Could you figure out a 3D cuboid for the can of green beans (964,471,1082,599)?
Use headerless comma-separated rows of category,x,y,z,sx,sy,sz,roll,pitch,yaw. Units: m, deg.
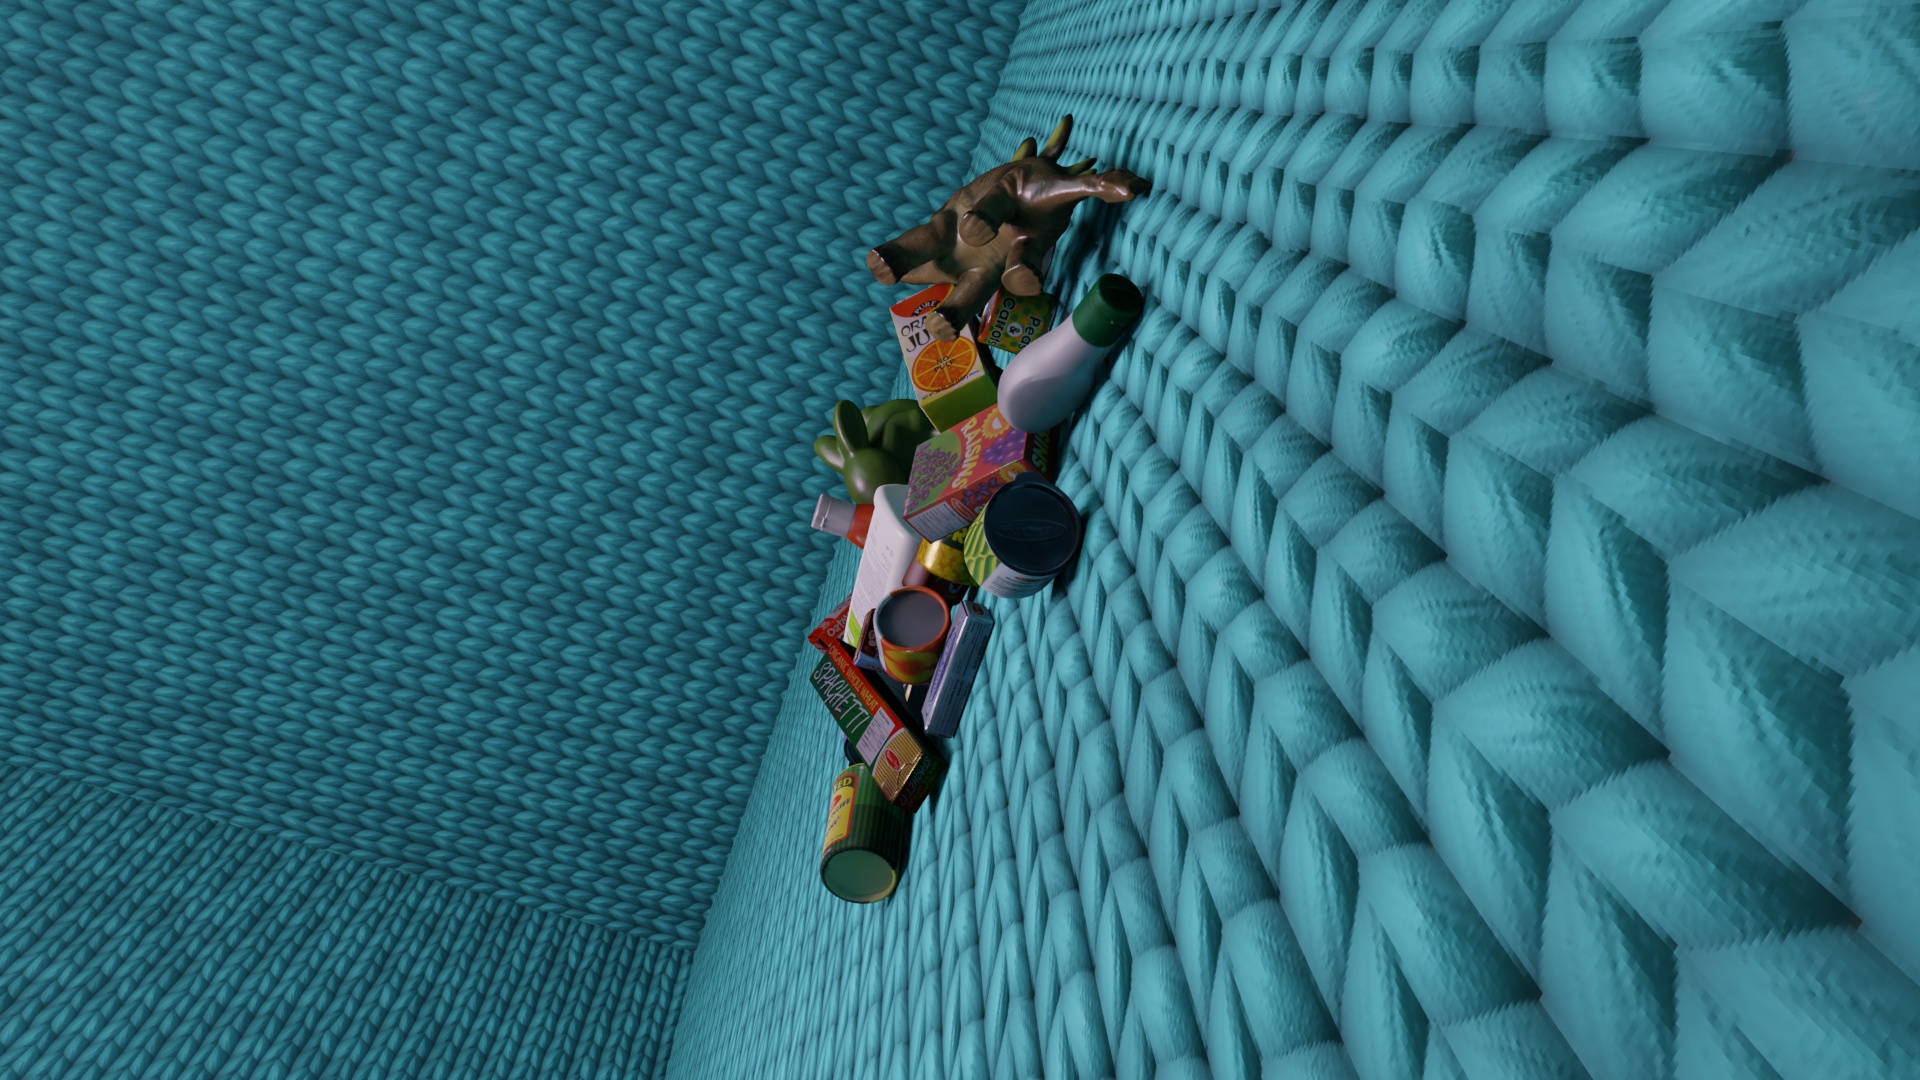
can of green beans,0.040,0.000,0.911,0.057,0.071,0.071,126,160,-67

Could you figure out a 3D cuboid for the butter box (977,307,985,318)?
butter box,0.049,-0.229,1.408,0.103,0.053,0.024,-117,43,-79

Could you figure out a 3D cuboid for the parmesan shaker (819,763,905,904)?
parmesan shaker,-0.080,0.245,1.174,0.103,0.071,0.071,-86,16,-59

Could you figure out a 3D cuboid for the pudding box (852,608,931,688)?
pudding box,-0.048,0.097,1.227,0.030,0.084,0.050,129,158,-68

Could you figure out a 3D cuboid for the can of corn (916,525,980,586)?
can of corn,0.002,0.000,1.161,0.071,0.071,0.058,-100,29,-74

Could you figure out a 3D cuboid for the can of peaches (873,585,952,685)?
can of peaches,-0.036,0.080,1.175,0.057,0.071,0.071,84,-164,-55

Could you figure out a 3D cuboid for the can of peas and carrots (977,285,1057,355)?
can of peas and carrots,0.053,-0.209,1.316,0.071,0.059,0.071,-159,87,-82

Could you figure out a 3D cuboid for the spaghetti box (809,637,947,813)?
spaghetti box,-0.076,0.152,1.195,0.050,0.028,0.250,-57,28,4

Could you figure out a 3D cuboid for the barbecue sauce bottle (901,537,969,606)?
barbecue sauce bottle,0.004,-0.015,1.223,0.044,0.065,0.148,37,107,37

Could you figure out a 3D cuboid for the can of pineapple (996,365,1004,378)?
can of pineapple,0.011,-0.150,1.431,0.071,0.071,0.058,132,155,-71

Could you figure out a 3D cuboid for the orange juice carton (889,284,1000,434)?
orange juice carton,-0.014,-0.191,1.377,0.072,0.072,0.193,52,-164,-48

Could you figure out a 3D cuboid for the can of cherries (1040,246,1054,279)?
can of cherries,0.060,-0.294,1.459,0.071,0.058,0.071,-159,87,-82

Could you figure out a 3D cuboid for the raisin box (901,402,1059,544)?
raisin box,0.017,-0.059,1.091,0.123,0.040,0.086,-26,36,32

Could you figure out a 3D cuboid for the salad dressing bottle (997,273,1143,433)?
salad dressing bottle,0.078,-0.132,0.990,0.147,0.064,0.044,-48,43,51

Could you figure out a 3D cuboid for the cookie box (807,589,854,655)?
cookie box,-0.093,0.060,1.519,0.168,0.040,0.123,-46,5,-11

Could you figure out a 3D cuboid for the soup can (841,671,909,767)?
soup can,-0.082,0.165,1.298,0.084,0.071,0.071,-109,36,-55

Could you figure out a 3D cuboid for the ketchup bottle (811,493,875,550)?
ketchup bottle,-0.077,-0.009,1.421,0.044,0.149,0.064,-87,17,-57

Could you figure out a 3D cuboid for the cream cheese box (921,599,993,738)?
cream cheese box,-0.003,0.104,1.122,0.053,0.024,0.103,-114,42,-79
